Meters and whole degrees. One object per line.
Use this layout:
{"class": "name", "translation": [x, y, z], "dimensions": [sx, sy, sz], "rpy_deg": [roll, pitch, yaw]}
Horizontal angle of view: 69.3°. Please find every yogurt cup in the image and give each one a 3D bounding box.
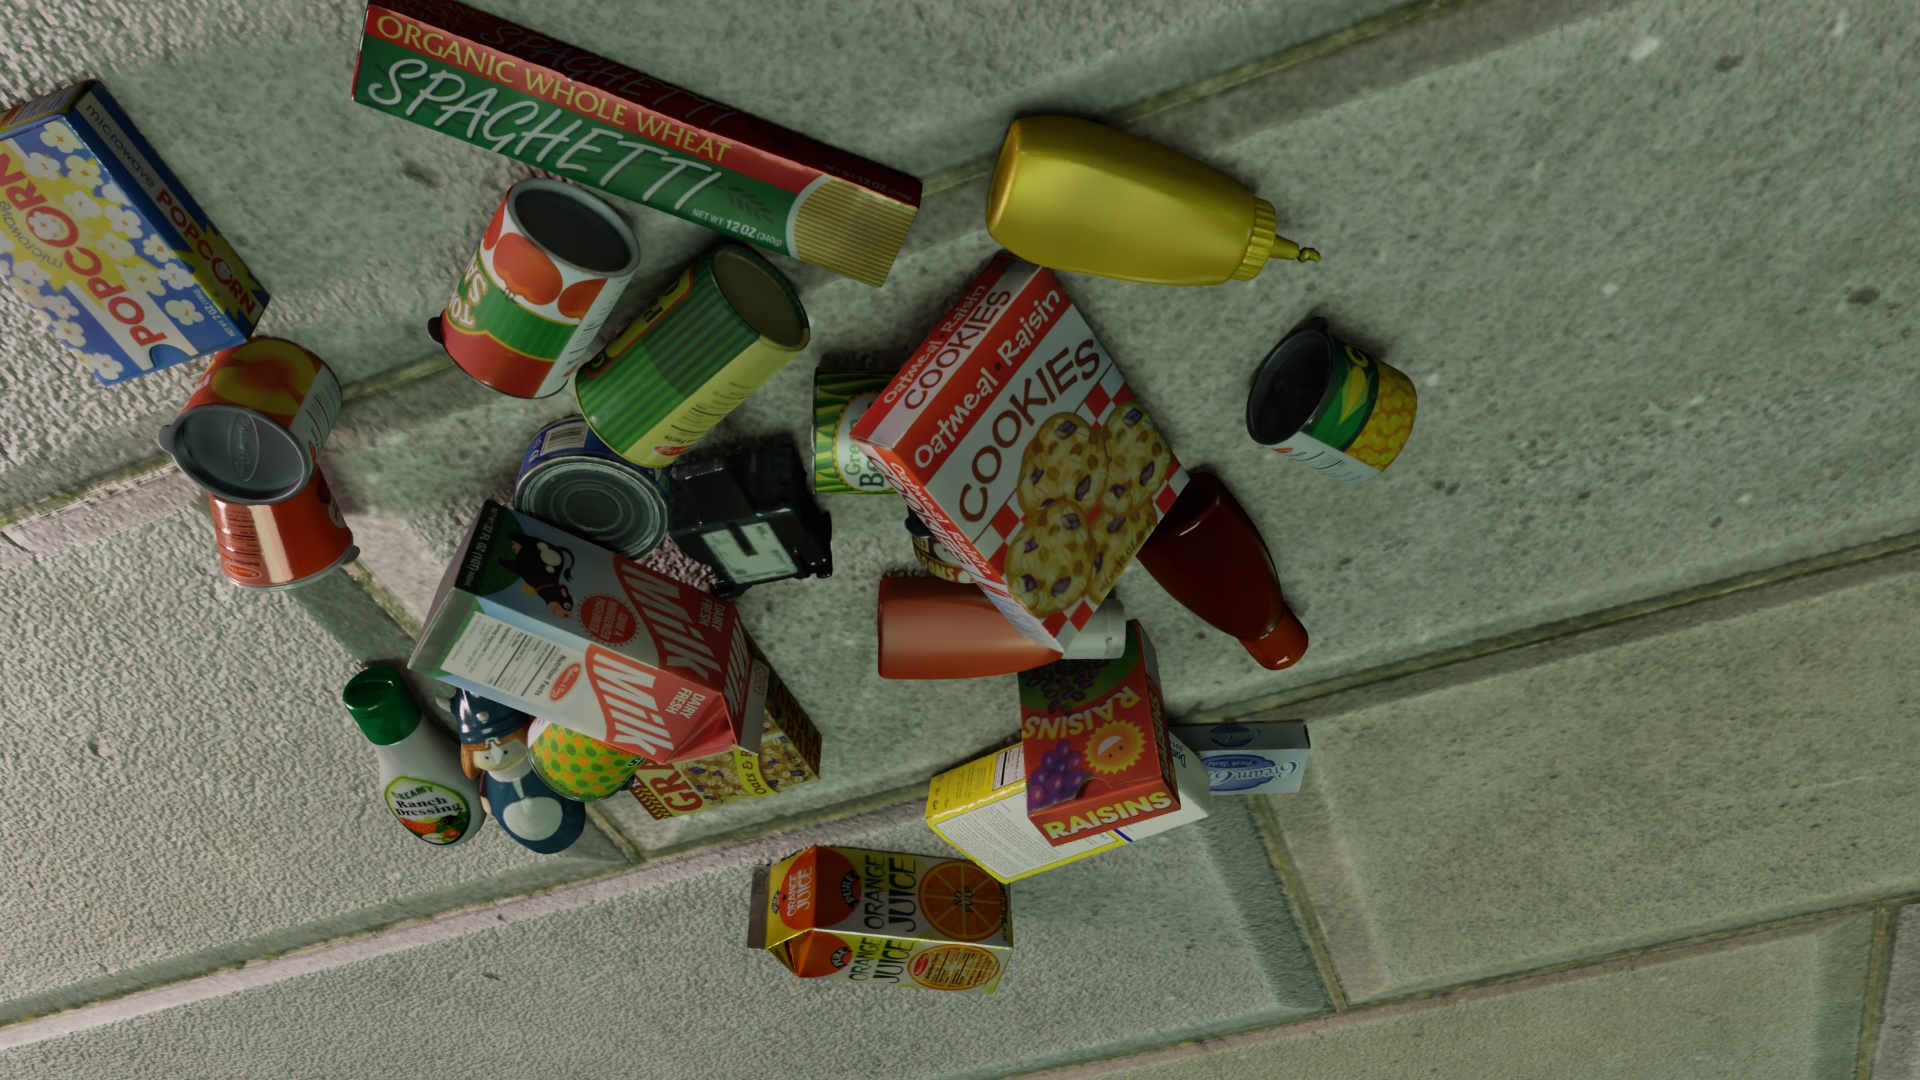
{"class": "yogurt cup", "translation": [-0.370, -0.013, 0.752], "dimensions": [0.072, 0.073, 0.053], "rpy_deg": [0, 125, -2]}

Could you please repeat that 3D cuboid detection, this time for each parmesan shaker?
{"class": "parmesan shaker", "translation": [-0.131, -0.092, 0.687], "dimensions": [0.102, 0.072, 0.071], "rpy_deg": [-36, 125, 26]}

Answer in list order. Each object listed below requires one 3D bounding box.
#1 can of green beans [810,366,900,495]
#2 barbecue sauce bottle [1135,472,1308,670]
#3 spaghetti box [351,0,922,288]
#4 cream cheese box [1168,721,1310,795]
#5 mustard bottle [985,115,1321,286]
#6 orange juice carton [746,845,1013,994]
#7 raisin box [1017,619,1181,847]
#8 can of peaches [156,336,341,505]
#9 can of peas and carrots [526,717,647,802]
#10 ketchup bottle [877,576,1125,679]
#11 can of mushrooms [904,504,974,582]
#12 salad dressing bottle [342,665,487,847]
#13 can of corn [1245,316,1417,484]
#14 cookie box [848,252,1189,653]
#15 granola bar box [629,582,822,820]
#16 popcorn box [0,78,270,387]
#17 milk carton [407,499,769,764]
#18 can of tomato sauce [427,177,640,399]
{"class": "can of green beans", "translation": [-0.047, -0.056, 0.720], "dimensions": [0.058, 0.071, 0.070], "rpy_deg": [1, 133, -3]}
{"class": "barbecue sauce bottle", "translation": [0.158, 0.024, 0.820], "dimensions": [0.064, 0.044, 0.148], "rpy_deg": [-27, 129, 22]}
{"class": "spaghetti box", "translation": [-0.141, -0.180, 0.626], "dimensions": [0.250, 0.029, 0.050], "rpy_deg": [17, 130, -17]}
{"class": "cream cheese box", "translation": [0.184, 0.151, 0.954], "dimensions": [0.104, 0.024, 0.053], "rpy_deg": [-2, 135, 0]}
{"class": "mustard bottle", "translation": [0.094, -0.150, 0.649], "dimensions": [0.160, 0.049, 0.065], "rpy_deg": [12, 132, -14]}
{"class": "orange juice carton", "translation": [-0.062, 0.282, 1.036], "dimensions": [0.193, 0.072, 0.072], "rpy_deg": [8, 132, -10]}
{"class": "raisin box", "translation": [0.083, 0.116, 0.849], "dimensions": [0.086, 0.124, 0.040], "rpy_deg": [-19, 131, 16]}
{"class": "can of peaches", "translation": [-0.360, -0.062, 0.709], "dimensions": [0.071, 0.058, 0.070], "rpy_deg": [-1, 134, -1]}
{"class": "can of peas and carrots", "translation": [-0.210, 0.112, 0.818], "dimensions": [0.071, 0.071, 0.058], "rpy_deg": [28, 126, -25]}
{"class": "ketchup bottle", "translation": [0.024, 0.054, 0.842], "dimensions": [0.149, 0.044, 0.064], "rpy_deg": [1, 121, -3]}
{"class": "can of mushrooms", "translation": [0.003, -0.010, 0.765], "dimensions": [0.071, 0.071, 0.033], "rpy_deg": [-3, 135, 1]}
{"class": "salad dressing bottle", "translation": [-0.358, 0.143, 0.912], "dimensions": [0.064, 0.044, 0.146], "rpy_deg": [-5, 133, 4]}
{"class": "can of corn", "translation": [0.192, -0.071, 0.717], "dimensions": [0.058, 0.071, 0.070], "rpy_deg": [22, 129, -22]}
{"class": "cookie box", "translation": [0.035, -0.042, 0.707], "dimensions": [0.123, 0.040, 0.167], "rpy_deg": [-52, 128, -15]}
{"class": "granola bar box", "translation": [-0.178, 0.109, 0.890], "dimensions": [0.124, 0.039, 0.164], "rpy_deg": [-16, 132, 13]}
{"class": "popcorn box", "translation": [-0.401, -0.140, 0.647], "dimensions": [0.085, 0.038, 0.126], "rpy_deg": [-15, 132, 10]}
{"class": "milk carton", "translation": [-0.193, 0.060, 0.770], "dimensions": [0.190, 0.073, 0.073], "rpy_deg": [26, 126, -22]}
{"class": "can of tomato sauce", "translation": [-0.201, -0.119, 0.655], "dimensions": [0.071, 0.071, 0.082], "rpy_deg": [26, 126, -24]}
